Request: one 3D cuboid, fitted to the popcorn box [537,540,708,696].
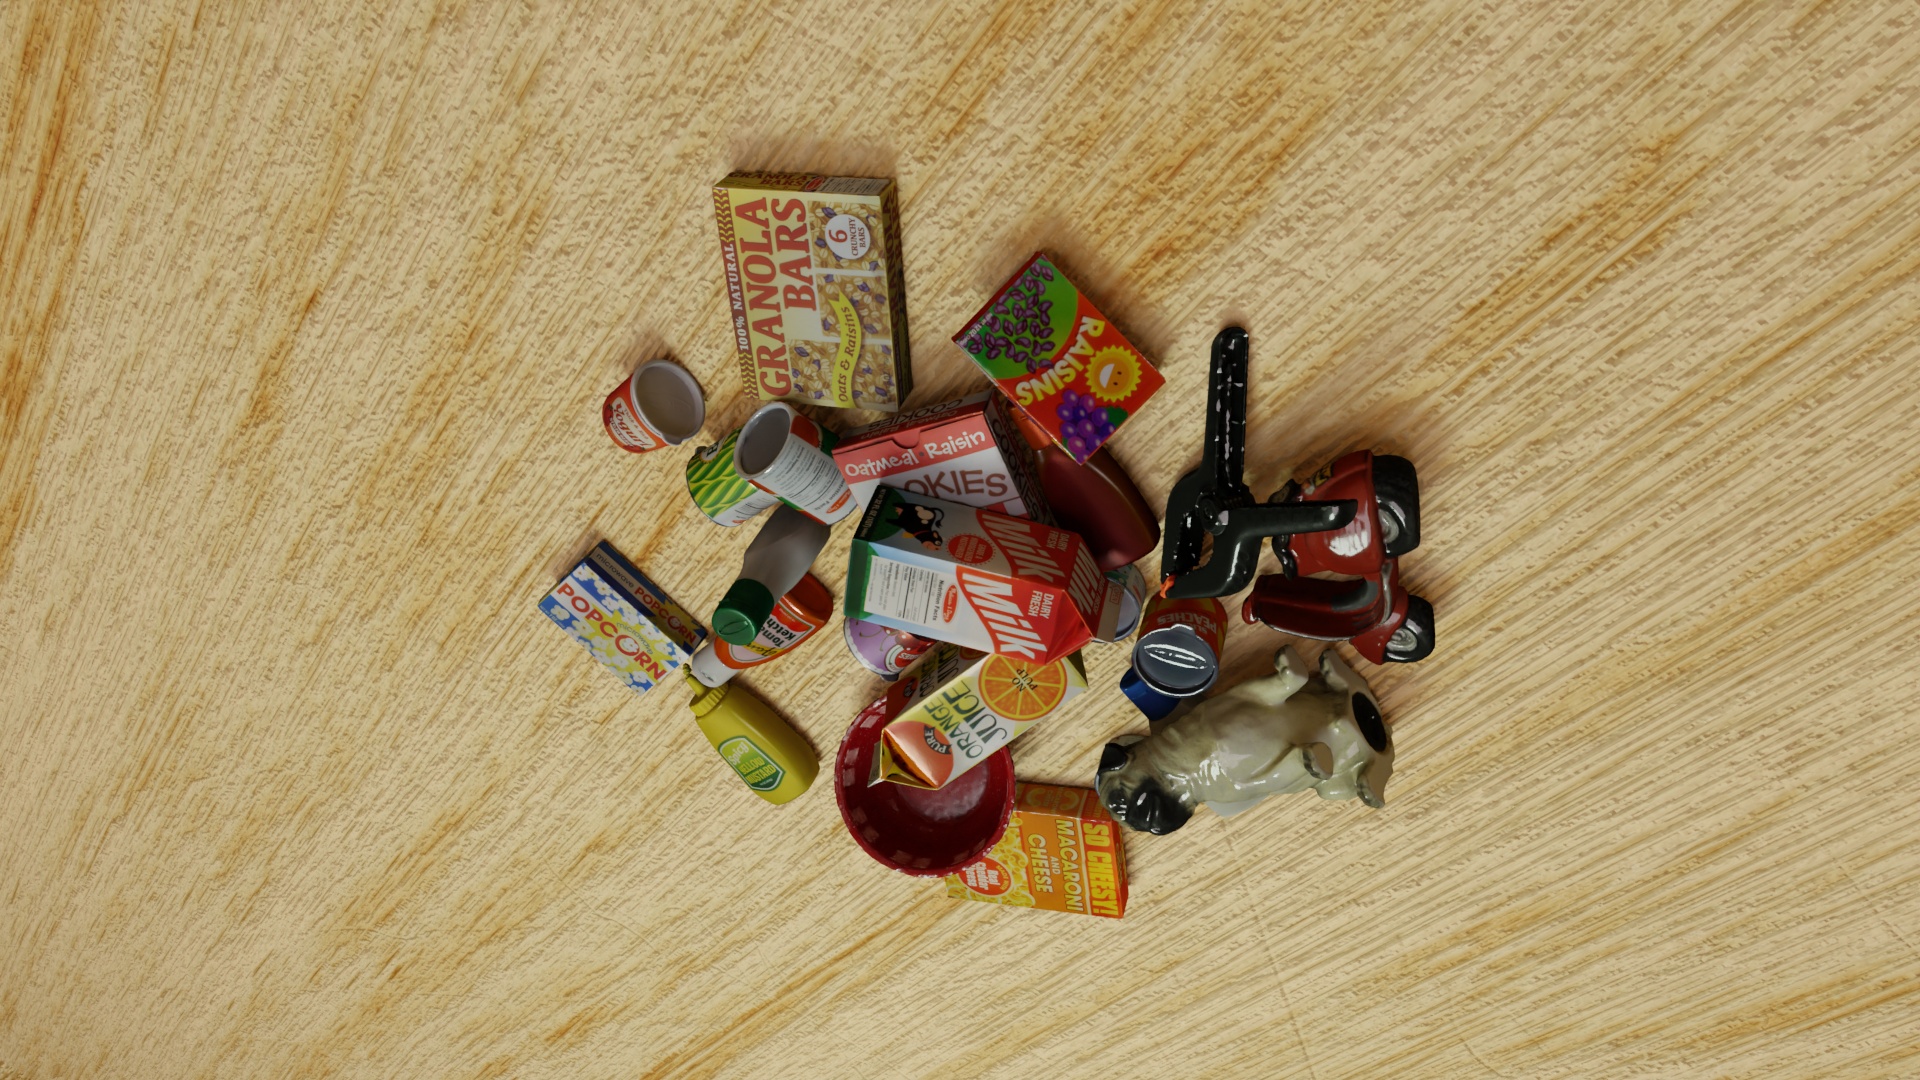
[{"bbox_3d":[-0.301,0.070,1.234,0.126,0.038,0.085,44,125,-13],"label":"popcorn box"}]

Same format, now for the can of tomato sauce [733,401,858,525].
[{"bbox_3d":[-0.120,-0.059,1.048,0.071,0.071,0.083,-26,140,31],"label":"can of tomato sauce"}]

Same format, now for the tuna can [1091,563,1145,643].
[{"bbox_3d":[0.107,0.044,1.079,0.071,0.033,0.070,9,126,13],"label":"tuna can"}]

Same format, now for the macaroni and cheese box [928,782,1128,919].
[{"bbox_3d":[0.063,0.274,1.248,0.166,0.040,0.123,2,123,18],"label":"macaroni and cheese box"}]

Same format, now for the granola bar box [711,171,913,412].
[{"bbox_3d":[-0.103,-0.178,0.995,0.124,0.039,0.164,6,125,14],"label":"granola bar box"}]

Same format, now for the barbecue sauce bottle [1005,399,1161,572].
[{"bbox_3d":[0.086,-0.047,1.017,0.064,0.044,0.148,-23,113,29],"label":"barbecue sauce bottle"}]

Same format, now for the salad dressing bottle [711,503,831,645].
[{"bbox_3d":[-0.148,0.023,1.080,0.064,0.148,0.044,-19,115,29],"label":"salad dressing bottle"}]

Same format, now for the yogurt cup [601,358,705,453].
[{"bbox_3d":[-0.241,-0.101,1.081,0.054,0.073,0.072,-21,114,39],"label":"yogurt cup"}]

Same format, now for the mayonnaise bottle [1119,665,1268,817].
[{"bbox_3d":[0.189,0.157,1.124,0.064,0.041,0.148,-36,105,27],"label":"mayonnaise bottle"}]

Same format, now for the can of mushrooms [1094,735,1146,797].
[{"bbox_3d":[0.147,0.200,1.172,0.071,0.034,0.070,9,125,12],"label":"can of mushrooms"}]

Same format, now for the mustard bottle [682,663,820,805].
[{"bbox_3d":[-0.200,0.172,1.262,0.065,0.049,0.160,-33,108,32],"label":"mustard bottle"}]

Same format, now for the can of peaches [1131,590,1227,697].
[{"bbox_3d":[0.169,0.075,1.063,0.071,0.058,0.071,9,125,14],"label":"can of peaches"}]

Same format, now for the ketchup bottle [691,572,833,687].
[{"bbox_3d":[-0.176,0.078,1.194,0.064,0.044,0.148,42,127,-16],"label":"ketchup bottle"}]

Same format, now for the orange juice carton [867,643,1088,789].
[{"bbox_3d":[0.003,0.129,1.110,0.192,0.072,0.073,-36,107,12],"label":"orange juice carton"}]

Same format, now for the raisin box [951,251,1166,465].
[{"bbox_3d":[0.067,-0.124,0.952,0.123,0.040,0.086,43,95,-12],"label":"raisin box"}]

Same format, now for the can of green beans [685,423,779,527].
[{"bbox_3d":[-0.171,-0.052,1.088,0.057,0.071,0.071,-28,111,31],"label":"can of green beans"}]

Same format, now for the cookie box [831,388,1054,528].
[{"bbox_3d":[-0.003,-0.019,1.027,0.123,0.040,0.166,-14,119,22],"label":"cookie box"}]

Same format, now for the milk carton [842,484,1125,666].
[{"bbox_3d":[0.020,0.029,0.984,0.191,0.073,0.073,14,126,5],"label":"milk carton"}]

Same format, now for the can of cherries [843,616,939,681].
[{"bbox_3d":[-0.051,0.070,1.129,0.071,0.072,0.058,42,125,-11],"label":"can of cherries"}]
